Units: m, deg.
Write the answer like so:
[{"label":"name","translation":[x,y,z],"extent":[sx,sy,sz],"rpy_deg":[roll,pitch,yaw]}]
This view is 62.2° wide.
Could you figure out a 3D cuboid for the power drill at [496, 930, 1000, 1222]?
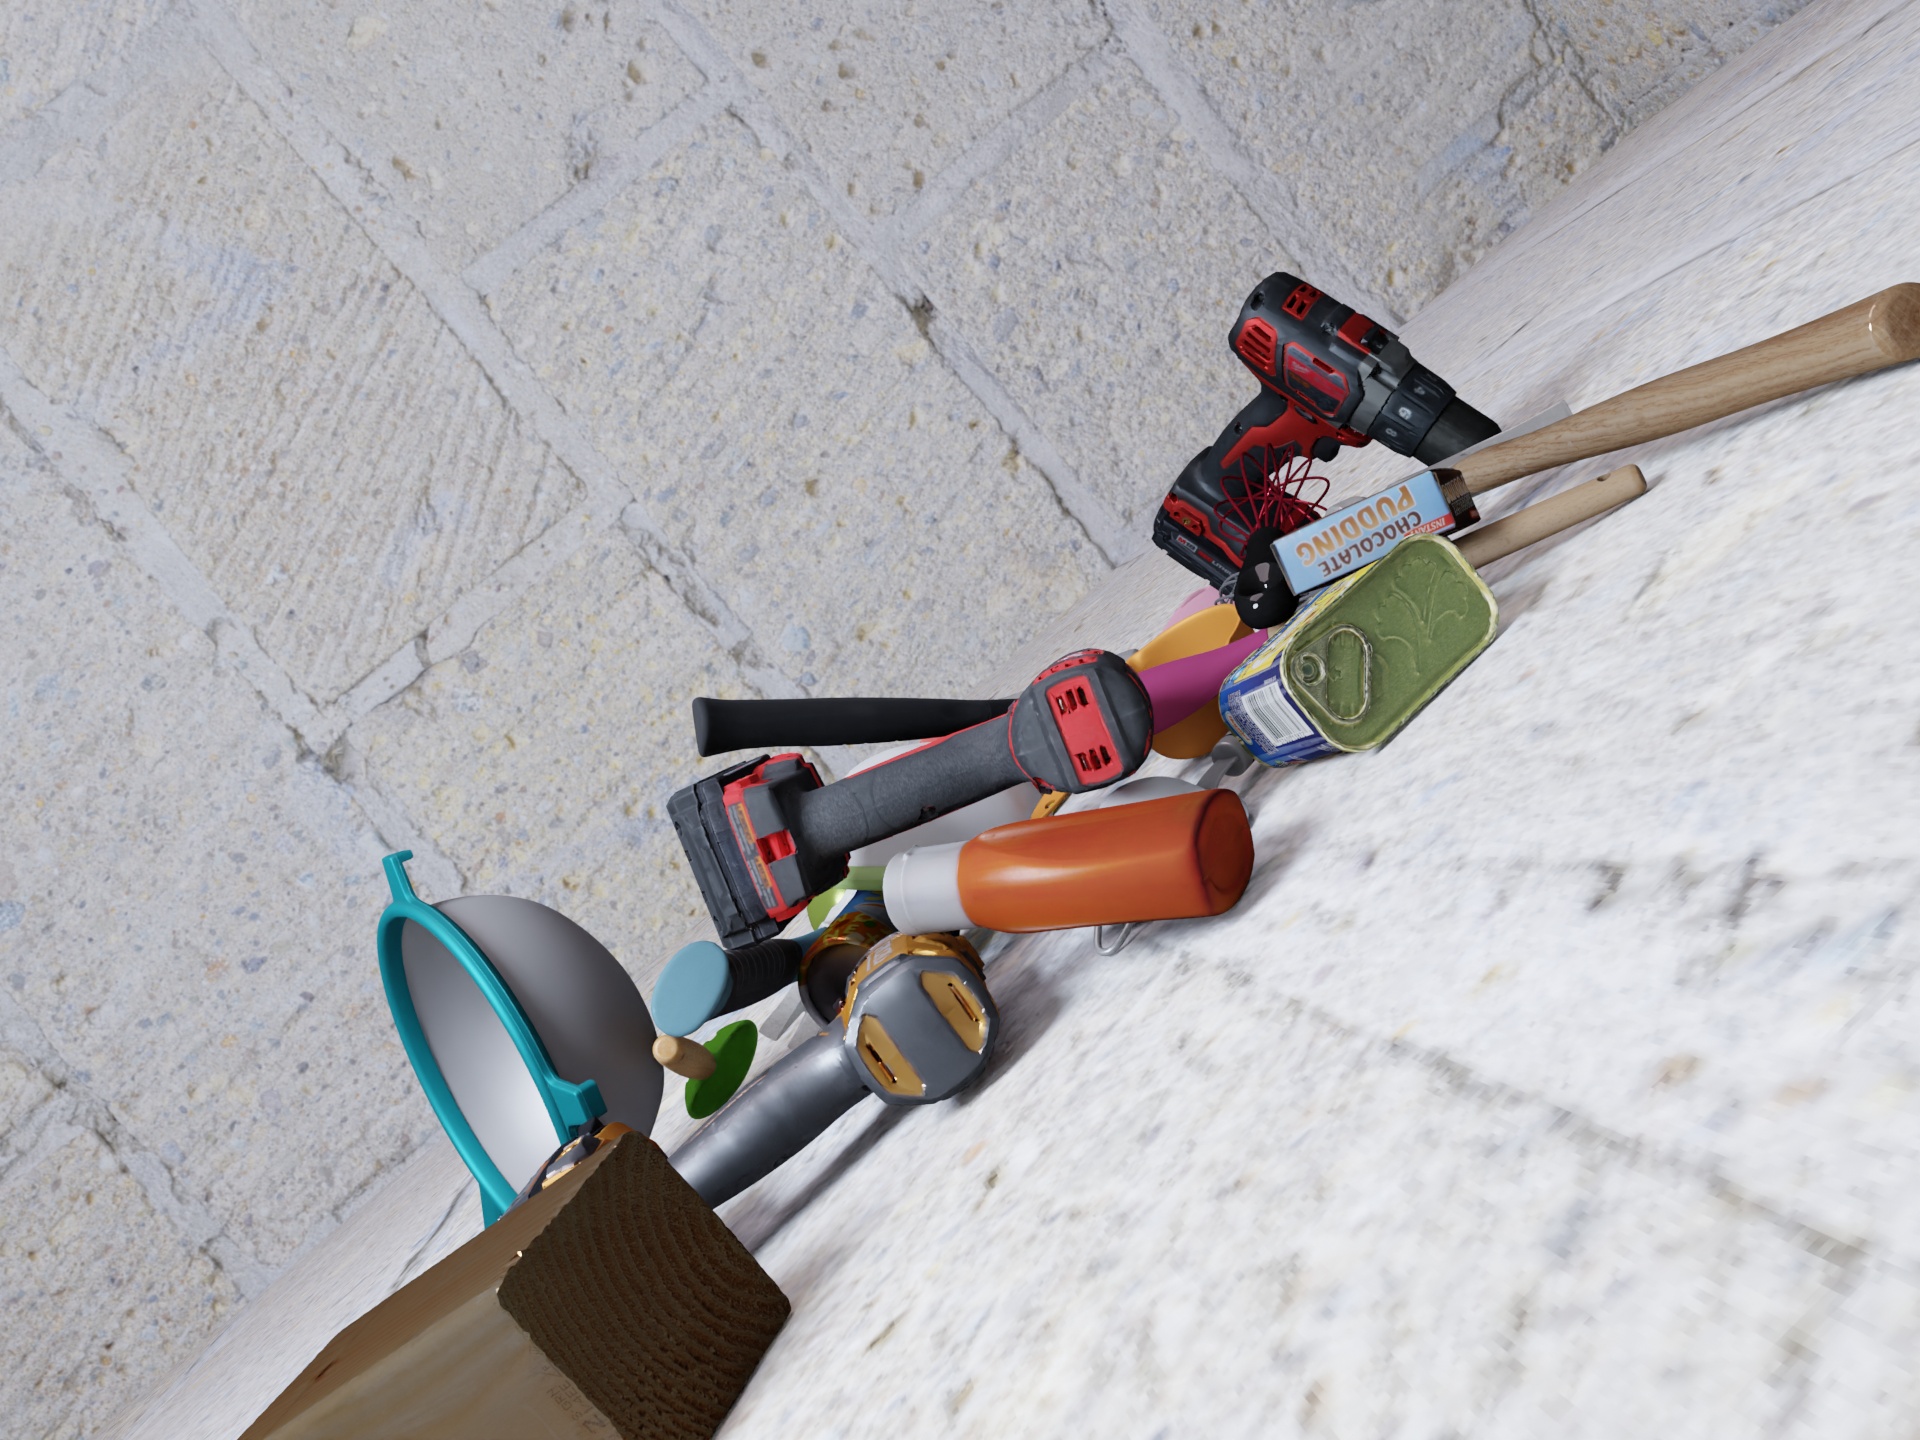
[{"label":"power drill","translation":[-0.084,0.171,0.714],"extent":[0.226,0.084,0.185],"rpy_deg":[-36,1,-2]}]

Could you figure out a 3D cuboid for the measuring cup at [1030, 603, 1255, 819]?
[{"label":"measuring cup","translation":[0.107,0.010,0.878],"extent":[0.174,0.052,0.095],"rpy_deg":[-47,18,-20]}]

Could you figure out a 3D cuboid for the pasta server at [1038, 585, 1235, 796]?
[{"label":"pasta server","translation":[0.123,-0.009,1.199],"extent":[0.316,0.040,0.060],"rpy_deg":[-47,7,-31]}]

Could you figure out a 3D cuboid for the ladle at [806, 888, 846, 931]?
[{"label":"ladle","translation":[-0.036,0.104,1.197],"extent":[0.078,0.062,0.320],"rpy_deg":[-22,6,17]}]

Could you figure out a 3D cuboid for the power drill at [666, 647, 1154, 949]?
[{"label":"power drill","translation":[-0.014,0.027,0.751],"extent":[0.219,0.078,0.143],"rpy_deg":[-21,3,9]}]

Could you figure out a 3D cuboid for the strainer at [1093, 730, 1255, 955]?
[{"label":"strainer","translation":[0.123,0.019,0.754],"extent":[0.087,0.050,0.258],"rpy_deg":[-14,18,44]}]

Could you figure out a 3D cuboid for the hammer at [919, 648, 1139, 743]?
[{"label":"hammer","translation":[0.035,0.001,1.190],"extent":[0.149,0.037,0.359],"rpy_deg":[-21,1,20]}]

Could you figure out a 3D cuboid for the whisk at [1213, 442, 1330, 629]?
[{"label":"whisk","translation":[0.172,-0.101,0.882],"extent":[0.073,0.073,0.296],"rpy_deg":[-38,8,22]}]

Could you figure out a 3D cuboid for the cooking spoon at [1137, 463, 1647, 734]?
[{"label":"cooking spoon","translation":[0.176,-0.050,0.780],"extent":[0.319,0.017,0.069],"rpy_deg":[-25,25,33]}]

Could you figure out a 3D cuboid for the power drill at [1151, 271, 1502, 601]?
[{"label":"power drill","translation":[0.236,-0.164,1.041],"extent":[0.080,0.188,0.226],"rpy_deg":[-48,-11,-32]}]

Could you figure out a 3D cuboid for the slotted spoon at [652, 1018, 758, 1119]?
[{"label":"slotted spoon","translation":[-0.147,0.191,0.895],"extent":[0.070,0.031,0.313],"rpy_deg":[-59,-4,-14]}]

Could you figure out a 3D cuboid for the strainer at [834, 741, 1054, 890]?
[{"label":"strainer","translation":[-0.046,0.046,0.934],"extent":[0.151,0.069,0.256],"rpy_deg":[-11,8,-36]}]

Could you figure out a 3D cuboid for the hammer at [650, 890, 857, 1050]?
[{"label":"hammer","translation":[-0.100,0.133,0.876],"extent":[0.331,0.033,0.128],"rpy_deg":[27,-93,-81]}]

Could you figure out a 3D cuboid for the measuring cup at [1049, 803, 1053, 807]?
[{"label":"measuring cup","translation":[0.032,0.073,1.068],"extent":[0.062,0.029,0.156],"rpy_deg":[-37,5,42]}]

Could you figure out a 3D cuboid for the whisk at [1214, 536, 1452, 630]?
[{"label":"whisk","translation":[0.217,-0.079,0.953],"extent":[0.055,0.055,0.239],"rpy_deg":[-41,8,-19]}]

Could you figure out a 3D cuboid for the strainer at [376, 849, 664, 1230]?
[{"label":"strainer","translation":[-0.235,0.221,0.911],"extent":[0.095,0.211,0.340],"rpy_deg":[-28,-33,-34]}]

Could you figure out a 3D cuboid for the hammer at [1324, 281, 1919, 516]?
[{"label":"hammer","translation":[0.301,-0.136,0.730],"extent":[0.130,0.031,0.331],"rpy_deg":[-25,4,-16]}]

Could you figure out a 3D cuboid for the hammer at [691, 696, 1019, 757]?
[{"label":"hammer","translation":[-0.001,-0.003,0.938],"extent":[0.334,0.035,0.146],"rpy_deg":[-2,-15,-32]}]
